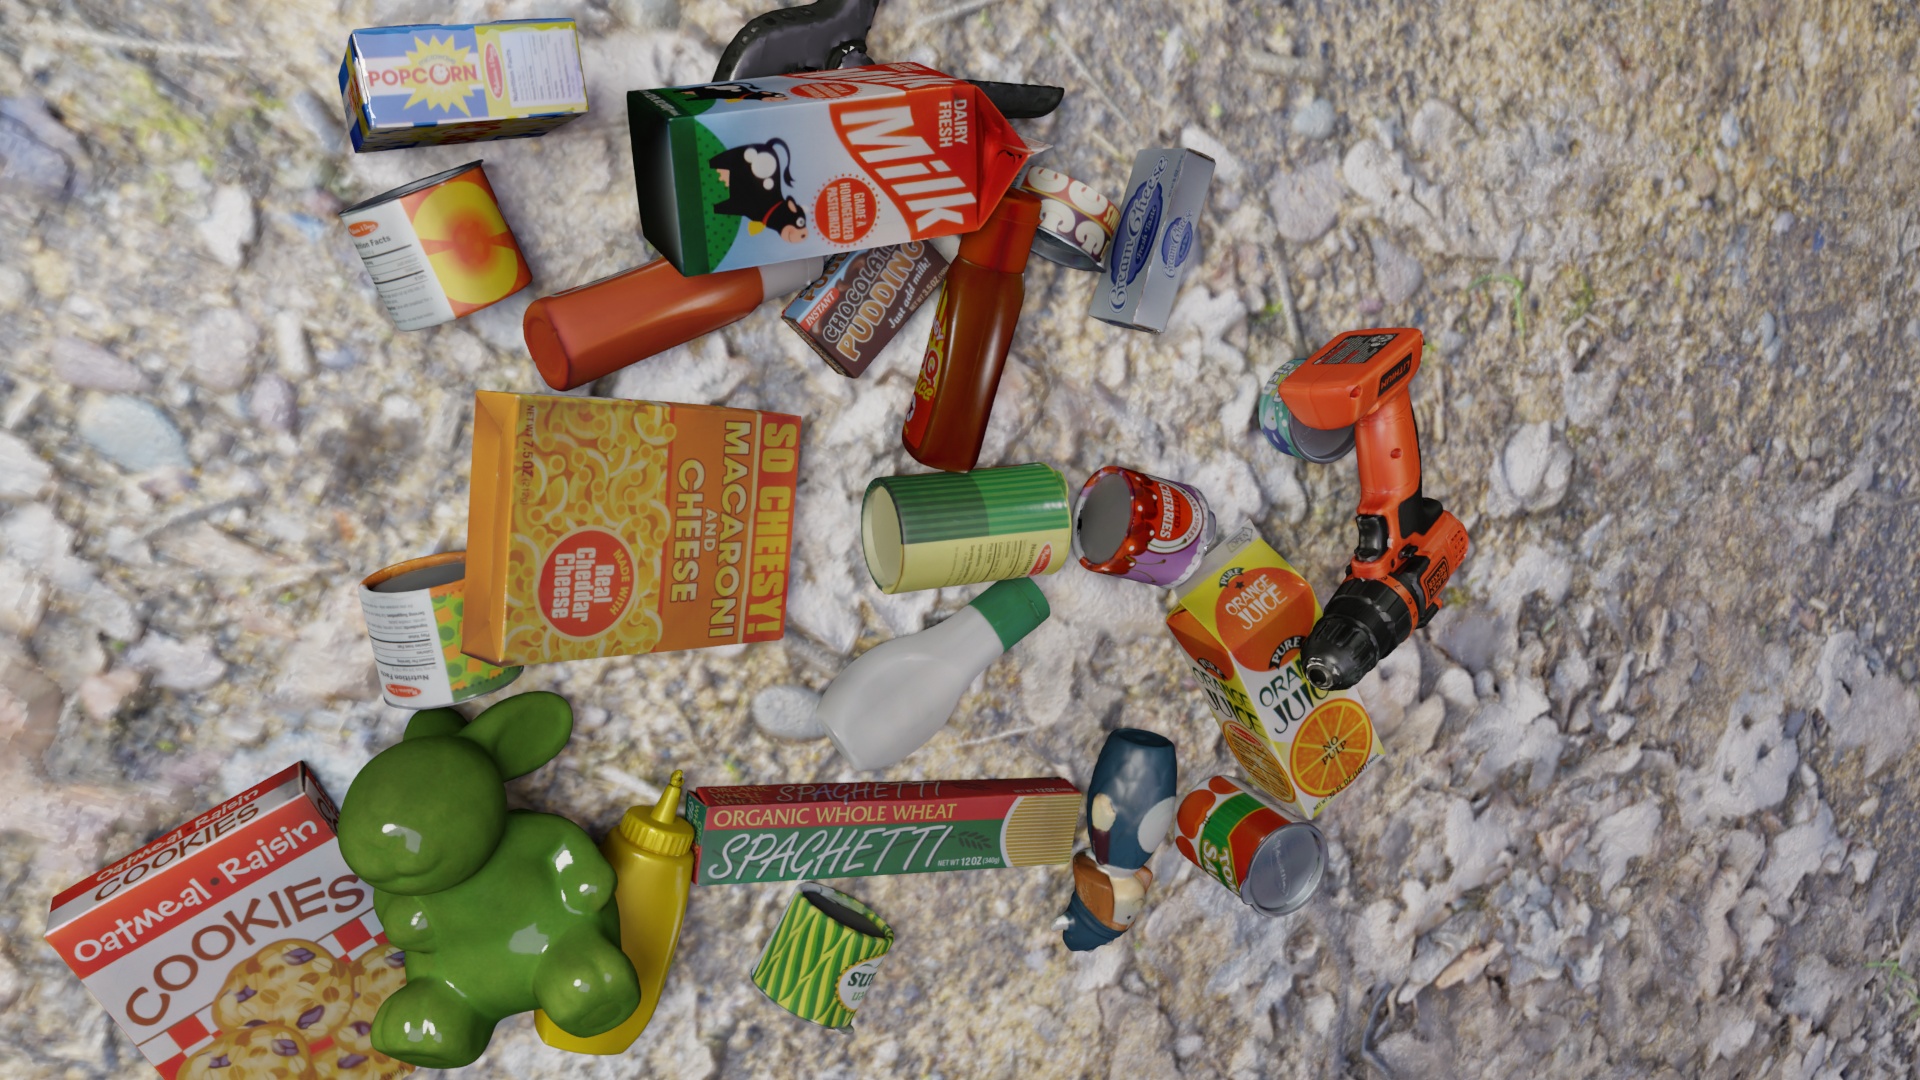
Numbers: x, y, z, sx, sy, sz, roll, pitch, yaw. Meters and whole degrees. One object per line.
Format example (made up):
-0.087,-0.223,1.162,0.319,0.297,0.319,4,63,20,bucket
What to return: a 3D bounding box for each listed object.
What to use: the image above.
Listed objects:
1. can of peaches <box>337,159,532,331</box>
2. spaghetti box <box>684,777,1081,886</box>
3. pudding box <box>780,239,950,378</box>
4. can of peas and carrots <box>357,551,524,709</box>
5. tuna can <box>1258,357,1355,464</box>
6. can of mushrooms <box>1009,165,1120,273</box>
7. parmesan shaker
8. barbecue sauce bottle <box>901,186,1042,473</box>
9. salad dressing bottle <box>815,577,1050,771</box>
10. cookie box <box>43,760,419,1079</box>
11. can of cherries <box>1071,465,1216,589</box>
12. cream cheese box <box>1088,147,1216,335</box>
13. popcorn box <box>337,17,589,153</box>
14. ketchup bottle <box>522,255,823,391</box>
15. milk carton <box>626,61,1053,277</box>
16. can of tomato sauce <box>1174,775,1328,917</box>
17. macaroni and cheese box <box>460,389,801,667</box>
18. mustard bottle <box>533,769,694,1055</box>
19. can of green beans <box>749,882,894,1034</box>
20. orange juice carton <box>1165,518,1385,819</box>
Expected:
-0.236,-0.135,0.633,0.071,0.071,0.058,-27,114,-18,can of peaches
-0.042,0.172,0.832,0.250,0.029,0.050,4,101,-28,spaghetti box
-0.051,-0.134,0.747,0.084,0.030,0.049,-50,119,-8,pudding box
-0.249,0.041,0.673,0.071,0.071,0.058,-14,109,-23,can of peas and carrots
0.227,-0.086,0.899,0.071,0.033,0.071,-7,106,-25,tuna can
0.055,-0.177,0.768,0.071,0.071,0.033,25,90,-30,can of mushrooms
0.003,-0.010,0.784,0.103,0.071,0.071,-6,106,-25,parmesan shaker
0.007,-0.114,0.743,0.044,0.065,0.147,11,114,-13,barbecue sauce bottle
-0.014,0.073,0.813,0.148,0.044,0.064,-36,115,-16,salad dressing bottle
-0.338,0.210,0.685,0.123,0.040,0.166,-30,116,-17,cookie box
0.109,-0.009,0.838,0.058,0.071,0.071,14,97,-28,can of cherries
0.110,-0.174,0.806,0.024,0.053,0.103,13,97,-27,cream cheese box
-0.215,-0.192,0.593,0.085,0.127,0.038,-12,105,-24,popcorn box
-0.139,-0.121,0.690,0.149,0.064,0.043,-28,95,-28,ketchup bottle
-0.055,-0.185,0.669,0.191,0.072,0.073,-15,122,-23,milk carton
0.191,0.204,0.927,0.071,0.083,0.071,-7,106,-25,can of tomato sauce
-0.158,-0.008,0.685,0.167,0.040,0.123,-1,99,-49,macaroni and cheese box
-0.180,0.198,0.757,0.065,0.049,0.160,21,92,-29,mustard bottle
-0.080,0.241,0.808,0.071,0.071,0.058,29,89,-30,can of green beans
0.199,0.082,0.905,0.072,0.073,0.192,-36,116,-14,orange juice carton
